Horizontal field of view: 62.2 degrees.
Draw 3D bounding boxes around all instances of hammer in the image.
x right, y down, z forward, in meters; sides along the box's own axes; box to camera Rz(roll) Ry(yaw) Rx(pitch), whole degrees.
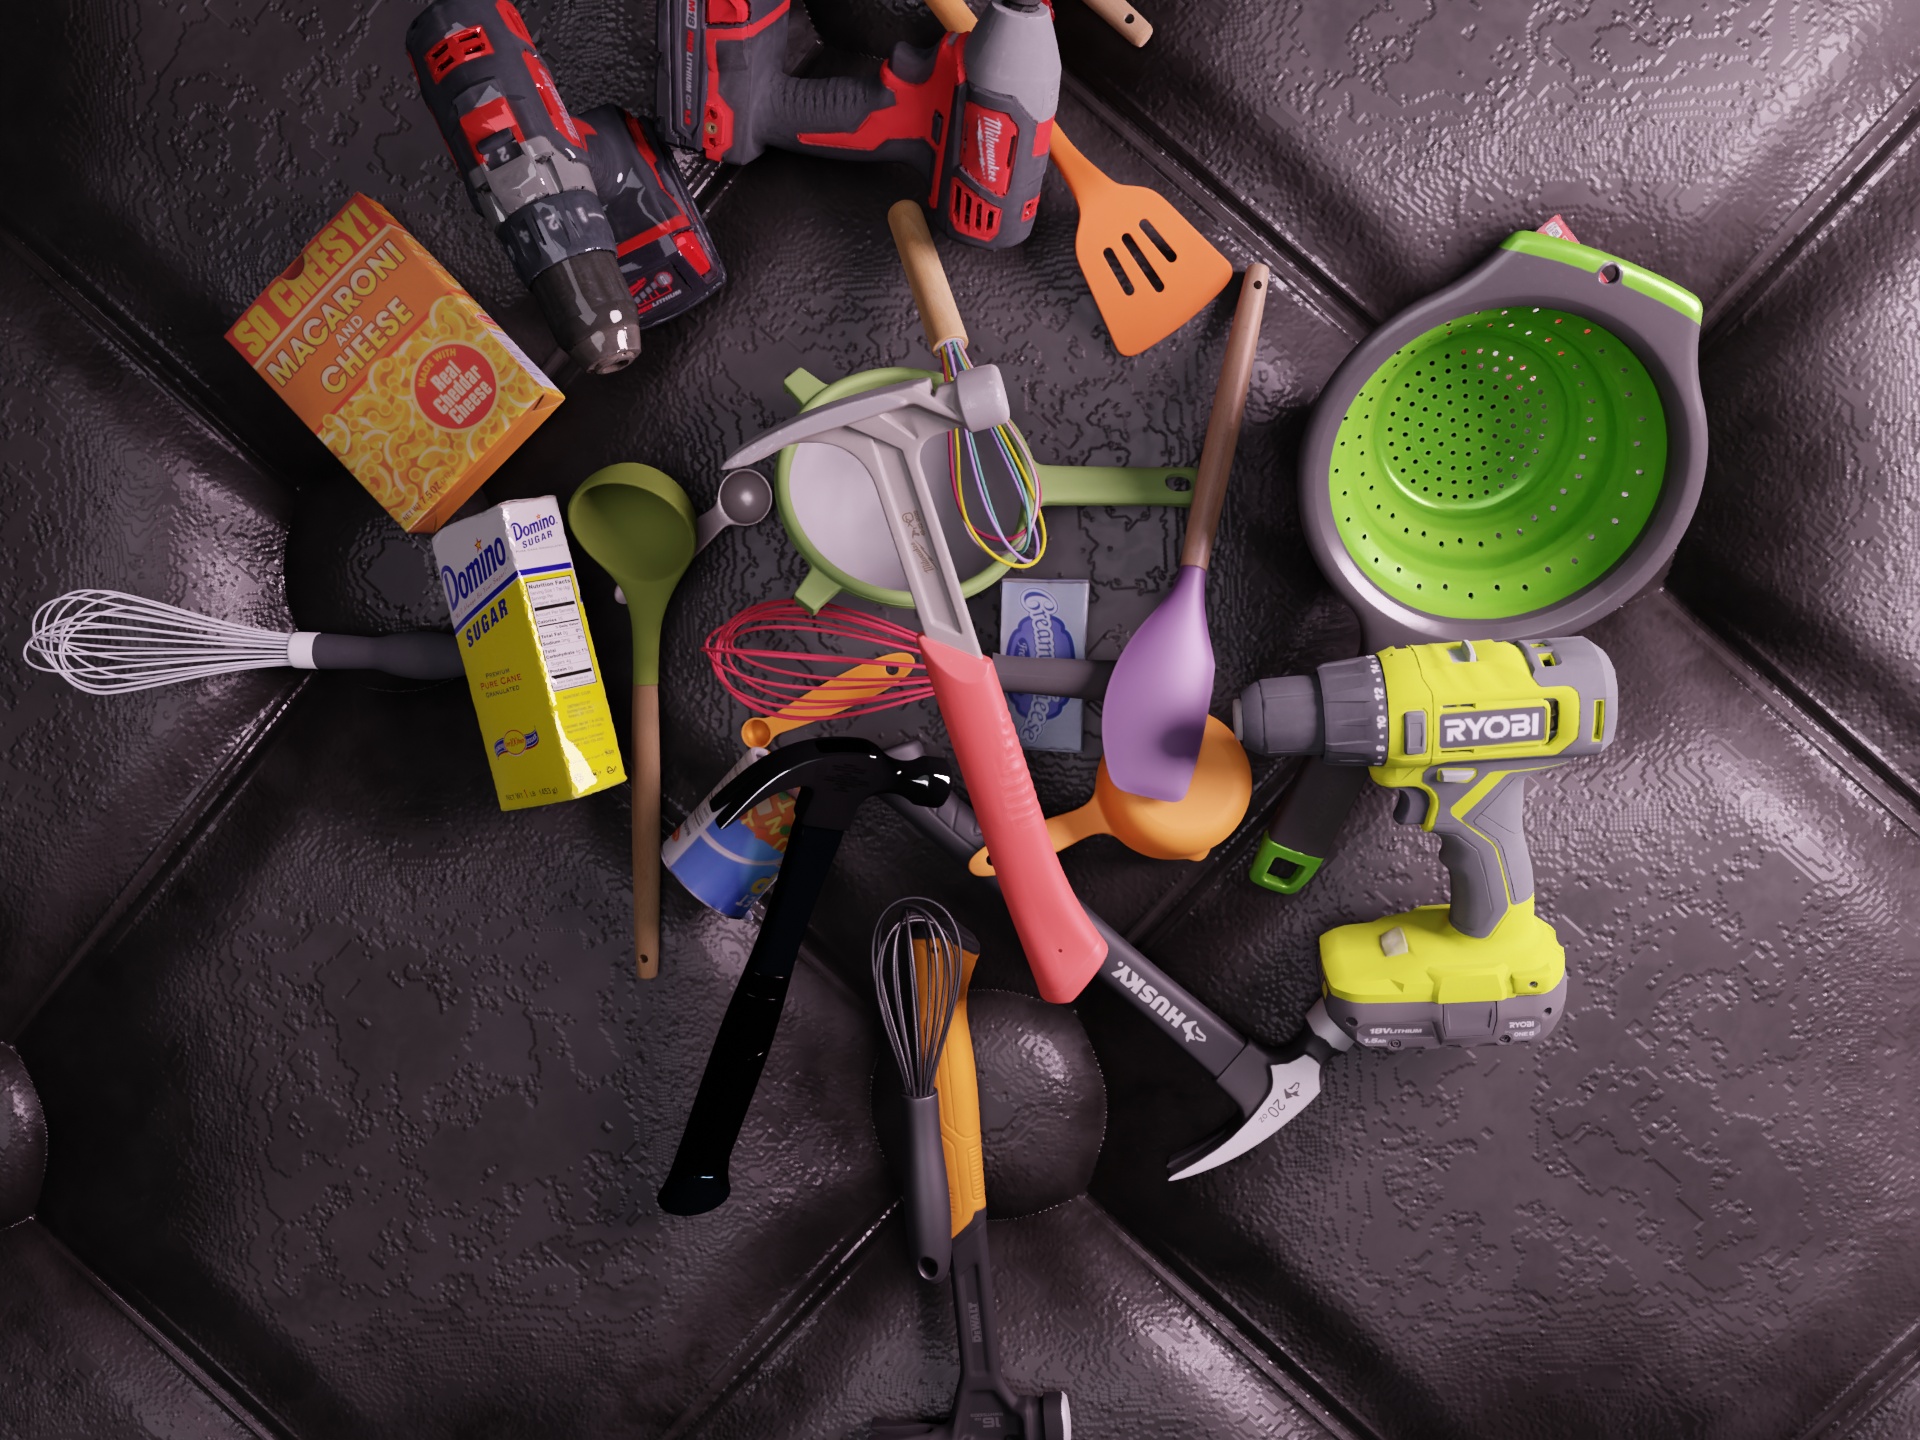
[{"bbox_3d":[-0.001,-0.003,0.864,0.149,0.037,0.358,-15,110,9],"label":"hammer"},{"bbox_3d":[0.068,0.131,0.959,0.335,0.035,0.146,40,97,2],"label":"hammer"},{"bbox_3d":[-0.116,0.159,0.948,0.128,0.033,0.331,12,111,-24],"label":"hammer"},{"bbox_3d":[-0.008,0.290,0.982,0.127,0.034,0.337,-5,95,6],"label":"hammer"}]

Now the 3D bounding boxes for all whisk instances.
[{"bbox_3d":[-0.021,0.221,0.940,0.055,0.055,0.239,-2,99,6],"label":"whisk"},{"bbox_3d":[-0.439,-0.046,0.992,0.284,0.070,0.070,2,96,1],"label":"whisk"},{"bbox_3d":[-0.002,-0.193,0.895,0.047,0.051,0.245,-15,70,-8],"label":"whisk"},{"bbox_3d":[-0.002,-0.028,0.914,0.296,0.073,0.073,4,96,-1],"label":"whisk"}]

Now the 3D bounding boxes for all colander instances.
[{"bbox_3d":[0.254,-0.079,0.894,0.204,0.095,0.397,20,117,-4],"label":"colander"}]

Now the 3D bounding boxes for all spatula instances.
[{"bbox_3d":[0.032,-0.362,0.925,0.081,0.041,0.322,-37,86,9],"label":"spatula"},{"bbox_3d":[0.135,-0.111,0.902,0.059,0.018,0.316,15,83,-6],"label":"spatula"}]

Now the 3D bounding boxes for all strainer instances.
[{"bbox_3d":[0.018,-0.126,0.933,0.256,0.069,0.152,-2,71,-11],"label":"strainer"}]

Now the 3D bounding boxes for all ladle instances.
[{"bbox_3d":[-0.195,0.006,0.960,0.078,0.062,0.320,4,101,12],"label":"ladle"}]

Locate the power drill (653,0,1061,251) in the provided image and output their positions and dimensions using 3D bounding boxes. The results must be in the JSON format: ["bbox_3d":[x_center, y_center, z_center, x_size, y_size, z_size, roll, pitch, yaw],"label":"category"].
[{"bbox_3d":[-0.052,-0.356,0.876,0.219,0.079,0.143,19,134,7],"label":"power drill"}]

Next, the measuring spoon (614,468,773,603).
[{"bbox_3d":[-0.163,-0.110,0.975,0.124,0.018,0.034,-35,88,15],"label":"measuring spoon"}]

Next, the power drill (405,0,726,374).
[{"bbox_3d":[-0.198,-0.266,0.854,0.080,0.227,0.188,-24,92,8],"label":"power drill"}]

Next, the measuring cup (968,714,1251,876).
[{"bbox_3d":[0.087,0.051,0.919,0.173,0.052,0.095,-22,83,-8],"label":"measuring cup"}]

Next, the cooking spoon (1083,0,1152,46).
[{"bbox_3d":[-0.010,-0.500,0.918,0.319,0.017,0.069,43,95,1],"label":"cooking spoon"}]

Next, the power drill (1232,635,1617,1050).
[{"bbox_3d":[0.250,0.065,0.873,0.190,0.080,0.228,-4,115,6],"label":"power drill"}]

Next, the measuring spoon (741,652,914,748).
[{"bbox_3d":[-0.081,-0.013,0.976,0.117,0.011,0.021,-25,92,4],"label":"measuring spoon"}]
